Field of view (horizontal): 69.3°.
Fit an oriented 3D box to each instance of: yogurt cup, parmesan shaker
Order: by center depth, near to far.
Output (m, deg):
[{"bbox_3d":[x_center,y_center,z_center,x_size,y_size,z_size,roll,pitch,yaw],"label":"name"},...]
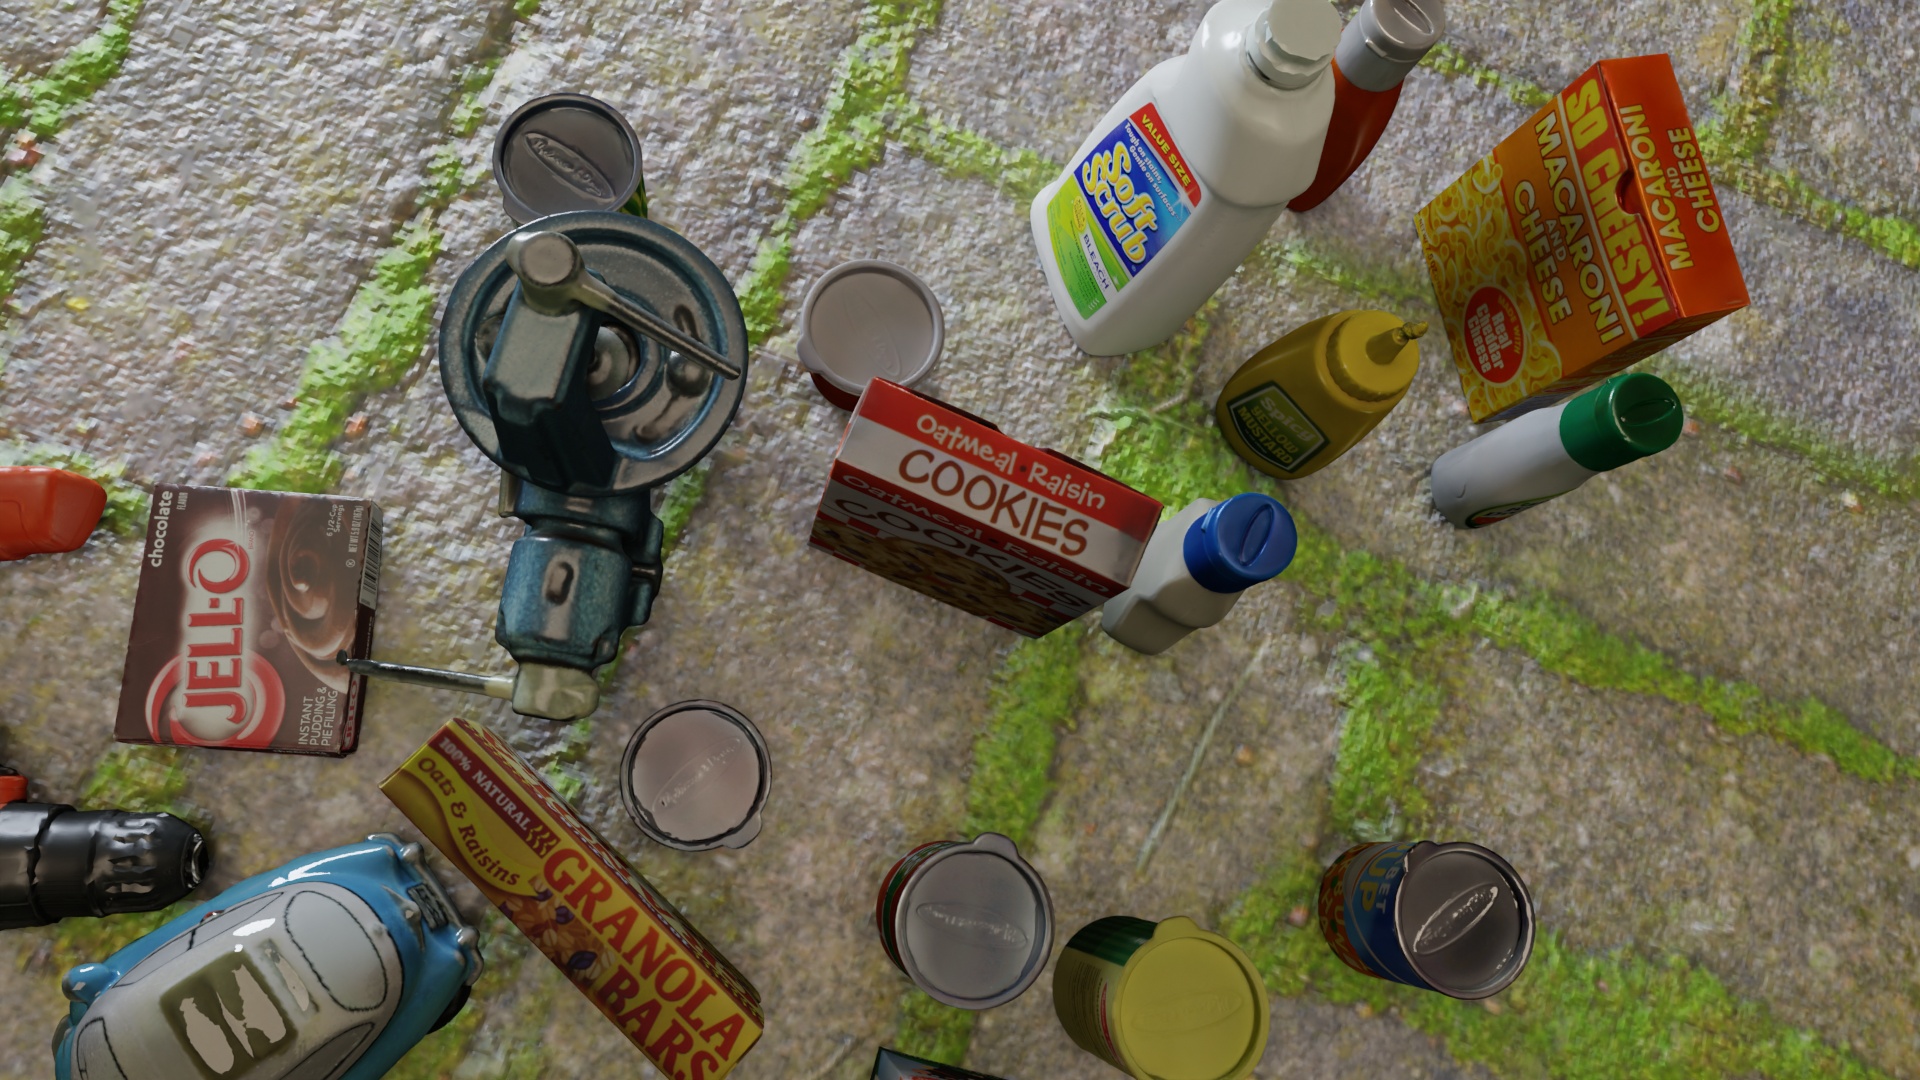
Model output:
[{"bbox_3d":[0.083,0.196,0.604,0.071,0.103,0.071,2,78,-10],"label":"parmesan shaker"},{"bbox_3d":[-0.045,-0.094,0.668,0.072,0.054,0.072,2,78,-10],"label":"yogurt cup"}]

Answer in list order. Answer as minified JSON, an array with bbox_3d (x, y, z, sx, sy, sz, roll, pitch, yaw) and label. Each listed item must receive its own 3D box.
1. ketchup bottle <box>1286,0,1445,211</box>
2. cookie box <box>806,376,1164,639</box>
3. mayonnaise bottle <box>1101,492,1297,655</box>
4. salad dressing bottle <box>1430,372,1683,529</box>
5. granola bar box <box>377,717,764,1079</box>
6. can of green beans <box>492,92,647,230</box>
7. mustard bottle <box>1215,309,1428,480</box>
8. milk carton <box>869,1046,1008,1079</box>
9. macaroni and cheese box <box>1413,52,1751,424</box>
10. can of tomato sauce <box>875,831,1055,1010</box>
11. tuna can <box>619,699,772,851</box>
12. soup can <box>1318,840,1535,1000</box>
[{"bbox_3d":[0.186,-0.219,0.687,0.065,0.148,0.043,43,75,0],"label":"ketchup bottle"},{"bbox_3d":[0.002,-0.008,0.599,0.123,0.167,0.040,23,76,-5],"label":"cookie box"},{"bbox_3d":[0.105,0.013,0.623,0.041,0.147,0.065,28,75,-4],"label":"mayonnaise bottle"},{"bbox_3d":[0.282,-0.041,0.667,0.064,0.147,0.044,-17,82,-13],"label":"salad dressing bottle"},{"bbox_3d":[-0.150,0.145,0.562,0.165,0.124,0.039,45,75,1],"label":"granola bar box"},{"bbox_3d":[-0.183,-0.168,0.657,0.071,0.057,0.071,2,78,-10],"label":"can of green beans"},{"bbox_3d":[0.171,-0.073,0.647,0.049,0.160,0.065,-43,89,-15],"label":"mustard bottle"},{"bbox_3d":[0.004,0.253,0.532,0.072,0.190,0.073,18,76,-6],"label":"milk carton"},{"bbox_3d":[0.294,-0.139,0.680,0.040,0.166,0.124,-11,81,-12],"label":"macaroni and cheese box"},{"bbox_3d":[-0.001,0.163,0.606,0.071,0.083,0.071,2,78,-10],"label":"can of tomato sauce"},{"bbox_3d":[-0.117,0.108,0.623,0.071,0.032,0.071,2,78,-10],"label":"tuna can"},{"bbox_3d":[0.211,0.170,0.642,0.071,0.083,0.071,2,78,-10],"label":"soup can"}]
